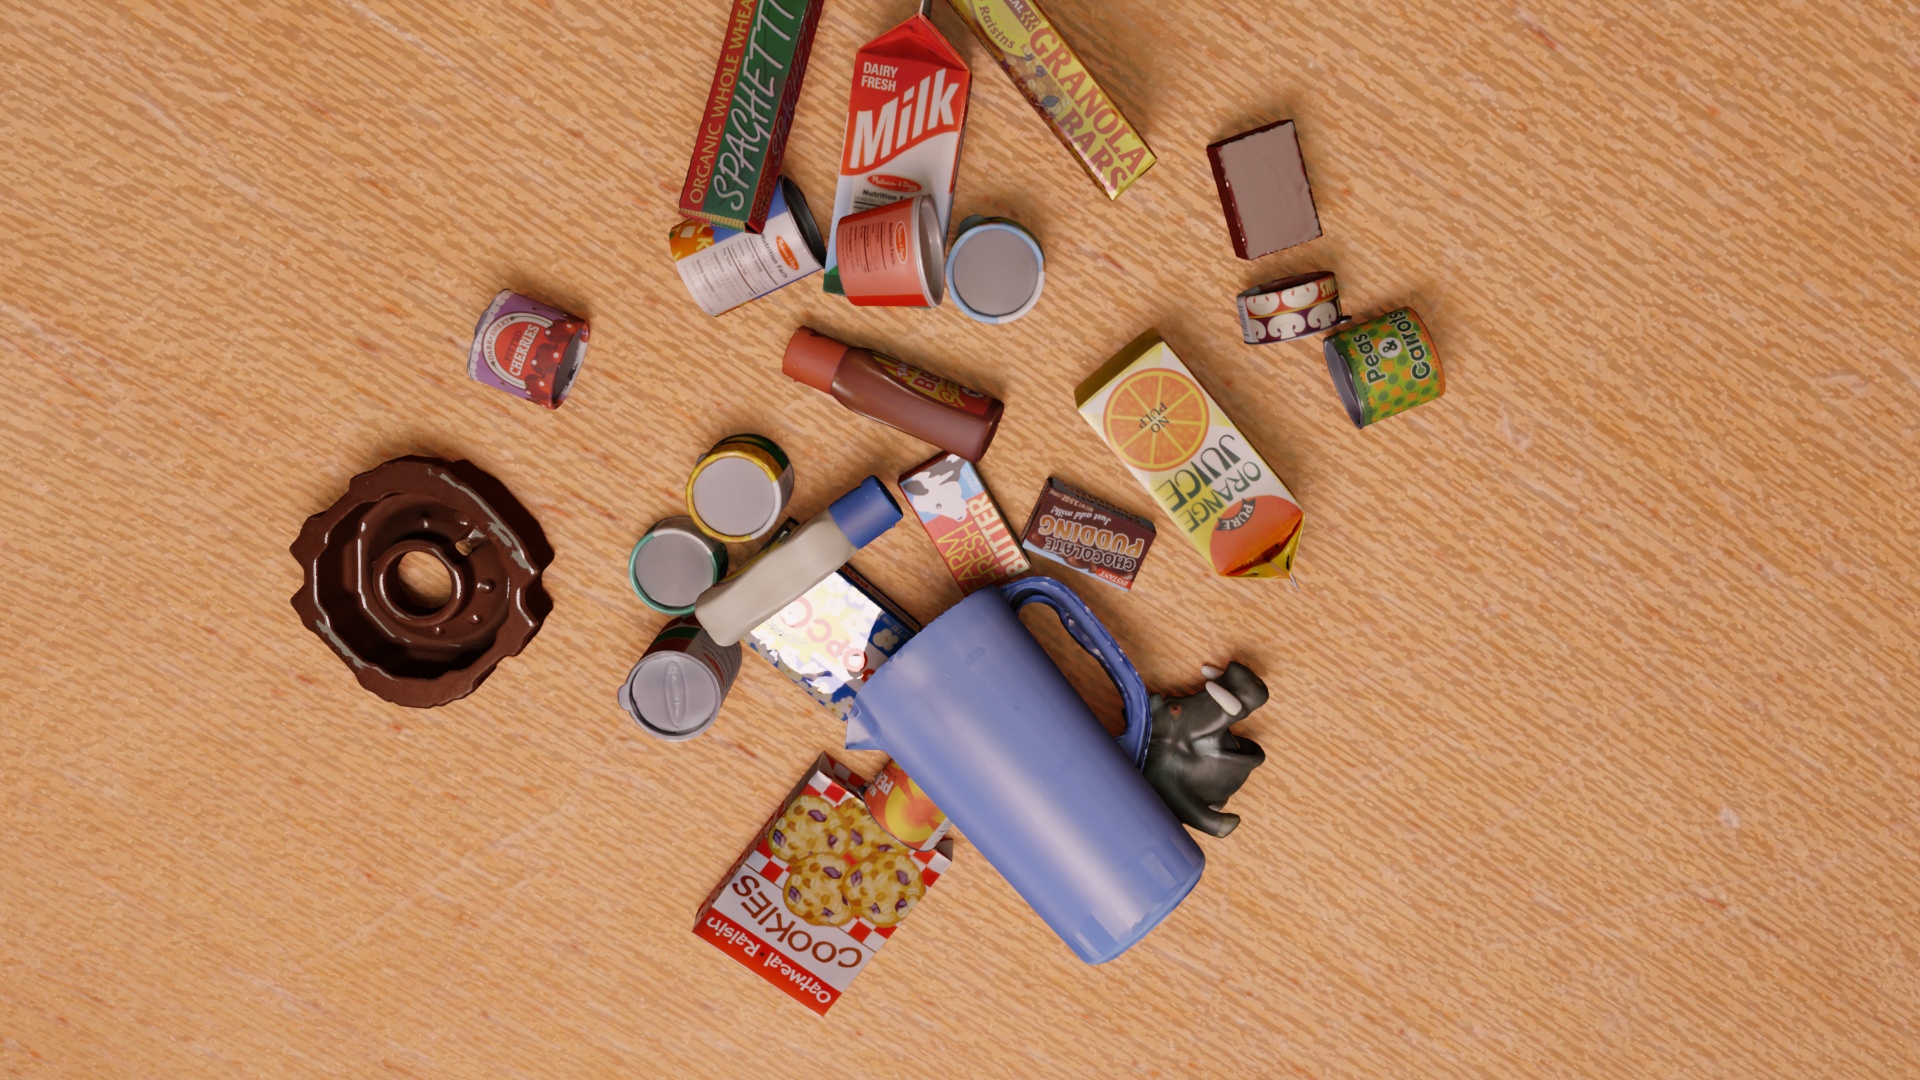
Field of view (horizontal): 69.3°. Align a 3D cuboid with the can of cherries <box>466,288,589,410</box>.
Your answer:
[{"bbox_3d":[-0.289,-0.127,0.931,0.058,0.072,0.071,22,105,-5],"label":"can of cherries"}]

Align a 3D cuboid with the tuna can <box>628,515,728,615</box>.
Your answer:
[{"bbox_3d":[-0.202,0.020,0.988,0.071,0.033,0.071,0,105,1],"label":"tuna can"}]

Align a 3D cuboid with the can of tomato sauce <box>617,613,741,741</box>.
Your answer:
[{"bbox_3d":[-0.196,0.095,0.982,0.071,0.083,0.071,0,106,2],"label":"can of tomato sauce"}]

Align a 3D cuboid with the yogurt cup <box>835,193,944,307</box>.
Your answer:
[{"bbox_3d":[-0.043,-0.172,0.842,0.054,0.072,0.072,-5,105,12],"label":"yogurt cup"}]

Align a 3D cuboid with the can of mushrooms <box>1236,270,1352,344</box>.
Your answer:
[{"bbox_3d":[0.218,-0.153,0.911,0.071,0.071,0.033,-14,103,5],"label":"can of mushrooms"}]

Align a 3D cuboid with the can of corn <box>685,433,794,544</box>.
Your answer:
[{"bbox_3d":[-0.154,-0.037,0.958,0.071,0.058,0.071,0,105,1],"label":"can of corn"}]

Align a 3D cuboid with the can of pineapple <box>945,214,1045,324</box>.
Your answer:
[{"bbox_3d":[0.022,-0.179,0.915,0.071,0.058,0.070,0,105,2],"label":"can of pineapple"}]

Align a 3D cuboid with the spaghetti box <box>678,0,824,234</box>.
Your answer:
[{"bbox_3d":[-0.118,-0.314,0.862,0.050,0.028,0.250,15,91,12],"label":"spaghetti box"}]

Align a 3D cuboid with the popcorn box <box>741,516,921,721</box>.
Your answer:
[{"bbox_3d":[-0.102,0.057,0.992,0.126,0.038,0.085,40,102,-9],"label":"popcorn box"}]

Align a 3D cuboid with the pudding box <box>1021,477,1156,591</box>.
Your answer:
[{"bbox_3d":[0.089,-0.004,0.975,0.084,0.030,0.049,24,106,-5],"label":"pudding box"}]

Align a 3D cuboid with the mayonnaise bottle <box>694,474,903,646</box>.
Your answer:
[{"bbox_3d":[-0.107,0.012,0.930,0.148,0.065,0.041,-36,98,5],"label":"mayonnaise bottle"}]

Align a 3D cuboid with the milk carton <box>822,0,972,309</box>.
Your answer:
[{"bbox_3d":[-0.036,-0.251,0.890,0.073,0.072,0.189,10,106,-1],"label":"milk carton"}]

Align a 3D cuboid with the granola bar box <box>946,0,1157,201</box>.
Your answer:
[{"bbox_3d":[0.052,-0.287,0.850,0.039,0.124,0.165,-39,101,13],"label":"granola bar box"}]

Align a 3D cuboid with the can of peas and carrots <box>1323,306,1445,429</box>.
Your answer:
[{"bbox_3d":[0.280,-0.116,0.918,0.059,0.071,0.070,-22,104,7],"label":"can of peas and carrots"}]

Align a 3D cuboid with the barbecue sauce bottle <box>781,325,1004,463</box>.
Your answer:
[{"bbox_3d":[-0.047,-0.100,0.938,0.148,0.065,0.043,23,111,4],"label":"barbecue sauce bottle"}]

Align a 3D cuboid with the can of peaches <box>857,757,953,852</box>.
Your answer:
[{"bbox_3d":[-0.030,0.181,1.010,0.071,0.071,0.058,37,103,-8],"label":"can of peaches"}]

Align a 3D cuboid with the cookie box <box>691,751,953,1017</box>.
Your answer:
[{"bbox_3d":[-0.104,0.261,1.048,0.123,0.040,0.167,36,102,-8],"label":"cookie box"}]

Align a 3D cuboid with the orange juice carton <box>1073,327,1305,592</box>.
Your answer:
[{"bbox_3d":[0.166,-0.046,0.940,0.073,0.072,0.192,-40,100,12],"label":"orange juice carton"}]

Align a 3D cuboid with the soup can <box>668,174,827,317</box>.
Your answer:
[{"bbox_3d":[-0.139,-0.194,0.913,0.084,0.071,0.071,-22,104,10],"label":"soup can"}]

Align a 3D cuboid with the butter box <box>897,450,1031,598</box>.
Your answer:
[{"bbox_3d":[0.003,-0.012,0.978,0.053,0.024,0.103,-29,103,8],"label":"butter box"}]
